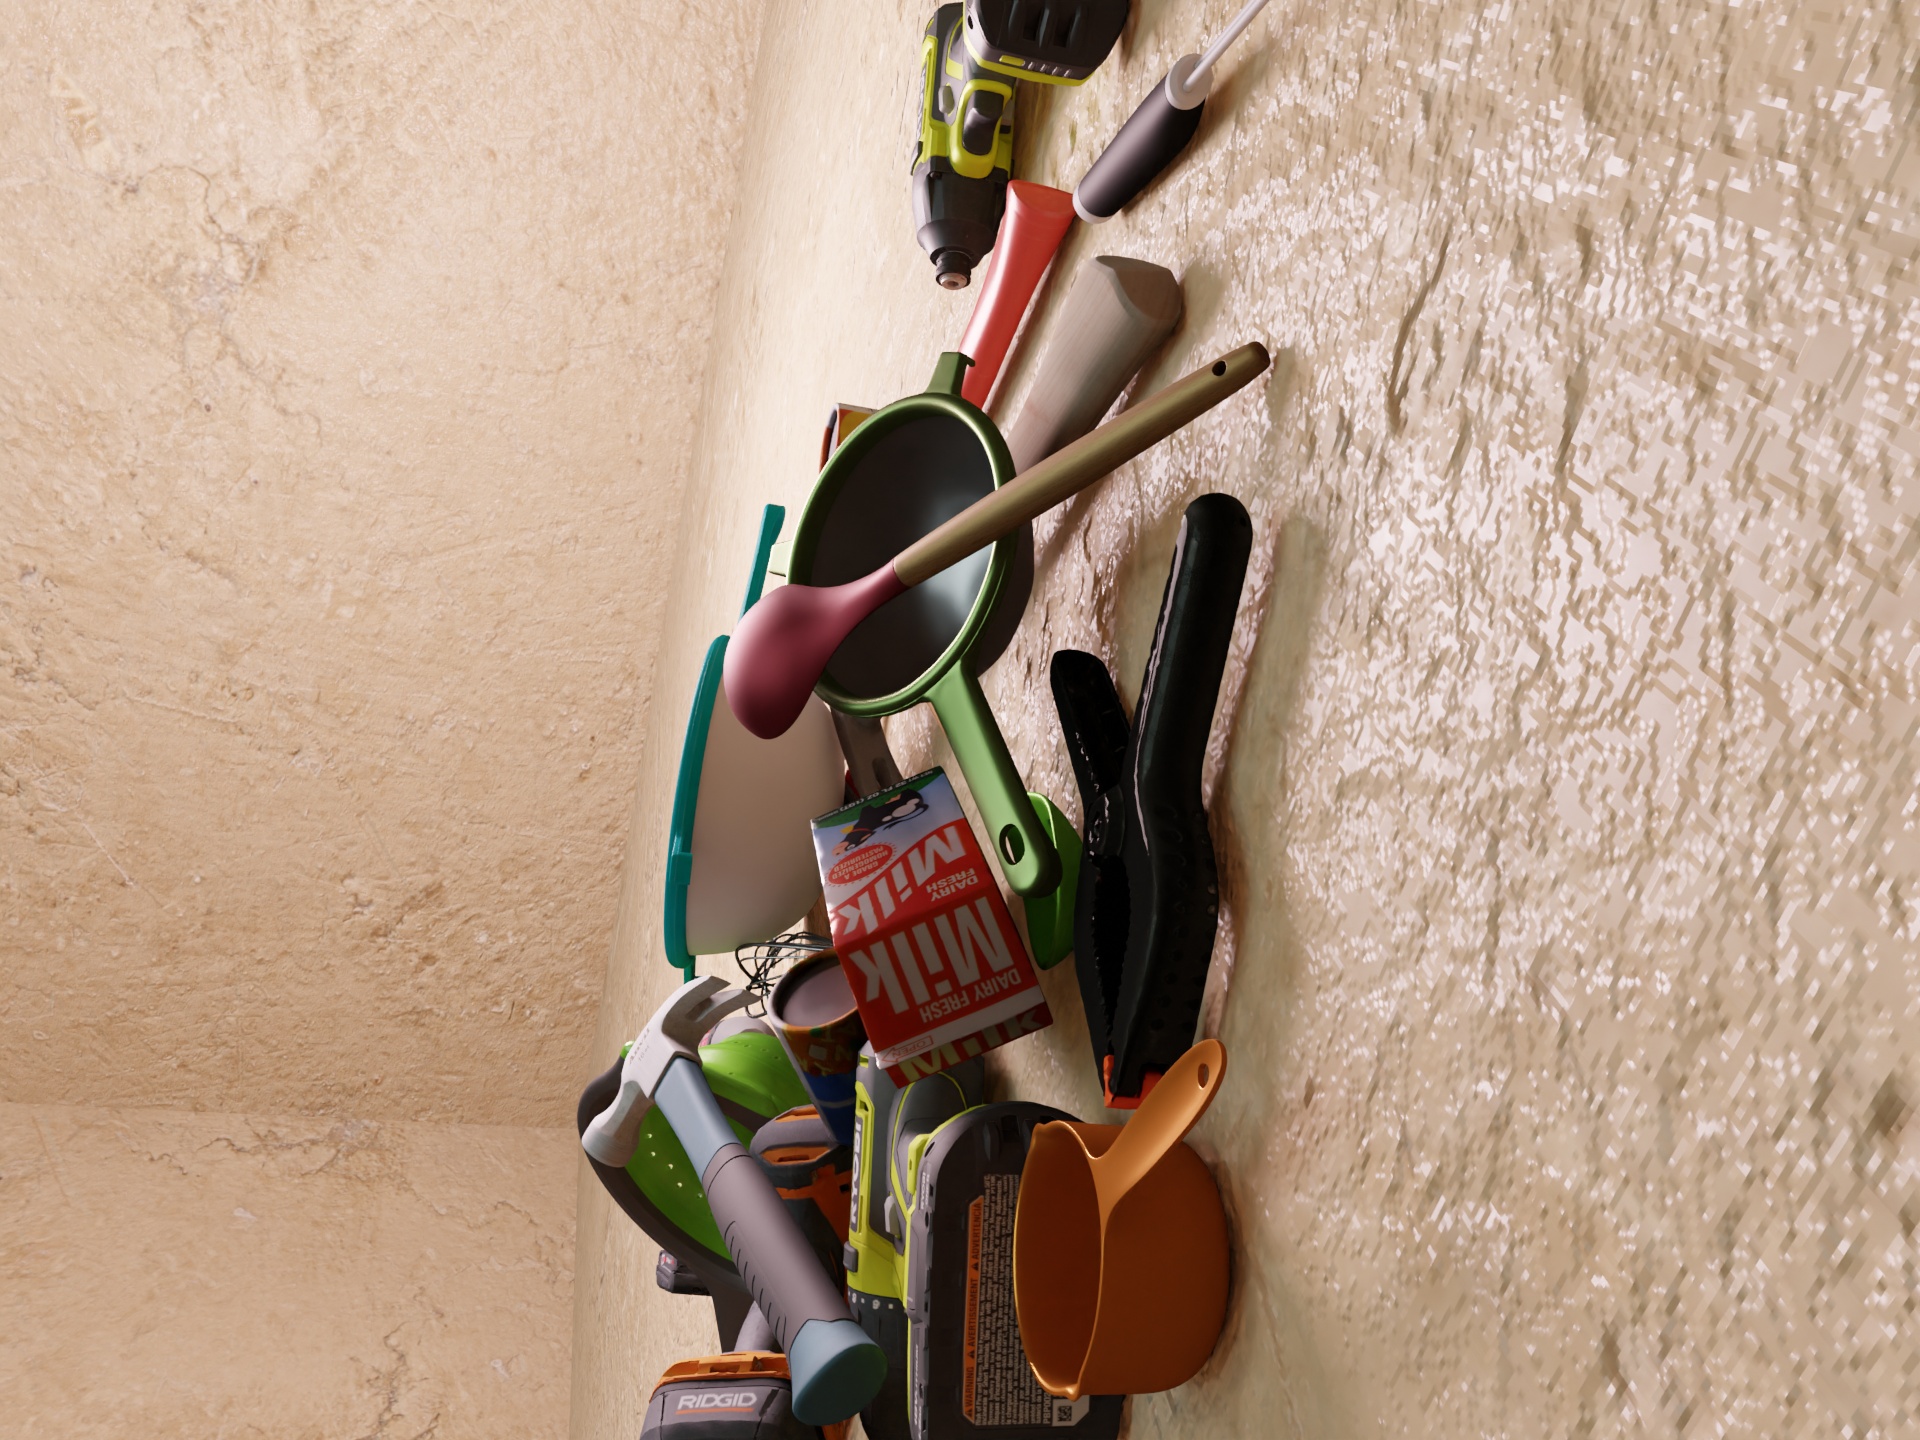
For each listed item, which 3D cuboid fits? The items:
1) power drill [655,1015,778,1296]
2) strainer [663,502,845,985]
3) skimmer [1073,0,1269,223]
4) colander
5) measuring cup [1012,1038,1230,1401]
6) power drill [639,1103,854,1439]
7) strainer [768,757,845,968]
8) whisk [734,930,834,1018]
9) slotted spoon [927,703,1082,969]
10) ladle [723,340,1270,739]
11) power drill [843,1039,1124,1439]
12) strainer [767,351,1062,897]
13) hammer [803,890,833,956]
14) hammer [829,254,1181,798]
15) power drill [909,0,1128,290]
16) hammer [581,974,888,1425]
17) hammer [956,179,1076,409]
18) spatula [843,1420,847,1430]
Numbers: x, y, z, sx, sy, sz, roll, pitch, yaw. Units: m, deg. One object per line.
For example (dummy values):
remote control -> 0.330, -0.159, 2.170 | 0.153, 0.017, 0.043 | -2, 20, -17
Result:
power drill -> -0.189, 0.351, 1.296 | 0.143, 0.078, 0.220 | 138, 140, -66
strainer -> -0.115, 0.001, 1.036 | 0.210, 0.095, 0.341 | 101, 177, -59
skimmer -> 0.083, -0.276, 0.567 | 0.127, 0.090, 0.363 | -53, 8, -12
colander -> -0.131, 0.331, 1.053 | 0.094, 0.204, 0.396 | -51, -30, -45
measuring cup -> 0.068, 0.153, 0.510 | 0.095, 0.052, 0.173 | -98, 23, -43
power drill -> -0.081, 0.326, 0.804 | 0.227, 0.084, 0.164 | -72, -27, -66
strainer -> -0.102, 0.049, 1.105 | 0.087, 0.050, 0.258 | -118, 51, -79
whisk -> -0.062, 0.132, 0.888 | 0.246, 0.059, 0.058 | -25, 25, 53
slotted spoon -> -0.001, -0.002, 0.764 | 0.314, 0.031, 0.070 | -119, 29, -47
ladle -> -0.004, -0.071, 0.659 | 0.315, 0.031, 0.069 | -28, 63, 37
power drill -> -0.004, 0.239, 0.681 | 0.228, 0.080, 0.191 | 152, 122, -74
strainer -> 0.007, -0.029, 0.704 | 0.151, 0.069, 0.257 | -44, 52, 29
hammer -> -0.102, 0.133, 1.152 | 0.130, 0.031, 0.332 | 116, 156, -50
hammer -> 0.008, -0.082, 0.818 | 0.410, 0.038, 0.146 | -49, 55, 57
power drill -> 0.021, -0.351, 0.855 | 0.223, 0.080, 0.171 | 136, 140, -72
hammer -> -0.108, 0.221, 0.755 | 0.128, 0.033, 0.331 | -60, 27, 0
hammer -> -0.007, -0.162, 0.935 | 0.359, 0.036, 0.149 | 119, 153, -54
spatula -> -0.102, 0.485, 0.986 | 0.081, 0.041, 0.322 | -114, 35, -63
